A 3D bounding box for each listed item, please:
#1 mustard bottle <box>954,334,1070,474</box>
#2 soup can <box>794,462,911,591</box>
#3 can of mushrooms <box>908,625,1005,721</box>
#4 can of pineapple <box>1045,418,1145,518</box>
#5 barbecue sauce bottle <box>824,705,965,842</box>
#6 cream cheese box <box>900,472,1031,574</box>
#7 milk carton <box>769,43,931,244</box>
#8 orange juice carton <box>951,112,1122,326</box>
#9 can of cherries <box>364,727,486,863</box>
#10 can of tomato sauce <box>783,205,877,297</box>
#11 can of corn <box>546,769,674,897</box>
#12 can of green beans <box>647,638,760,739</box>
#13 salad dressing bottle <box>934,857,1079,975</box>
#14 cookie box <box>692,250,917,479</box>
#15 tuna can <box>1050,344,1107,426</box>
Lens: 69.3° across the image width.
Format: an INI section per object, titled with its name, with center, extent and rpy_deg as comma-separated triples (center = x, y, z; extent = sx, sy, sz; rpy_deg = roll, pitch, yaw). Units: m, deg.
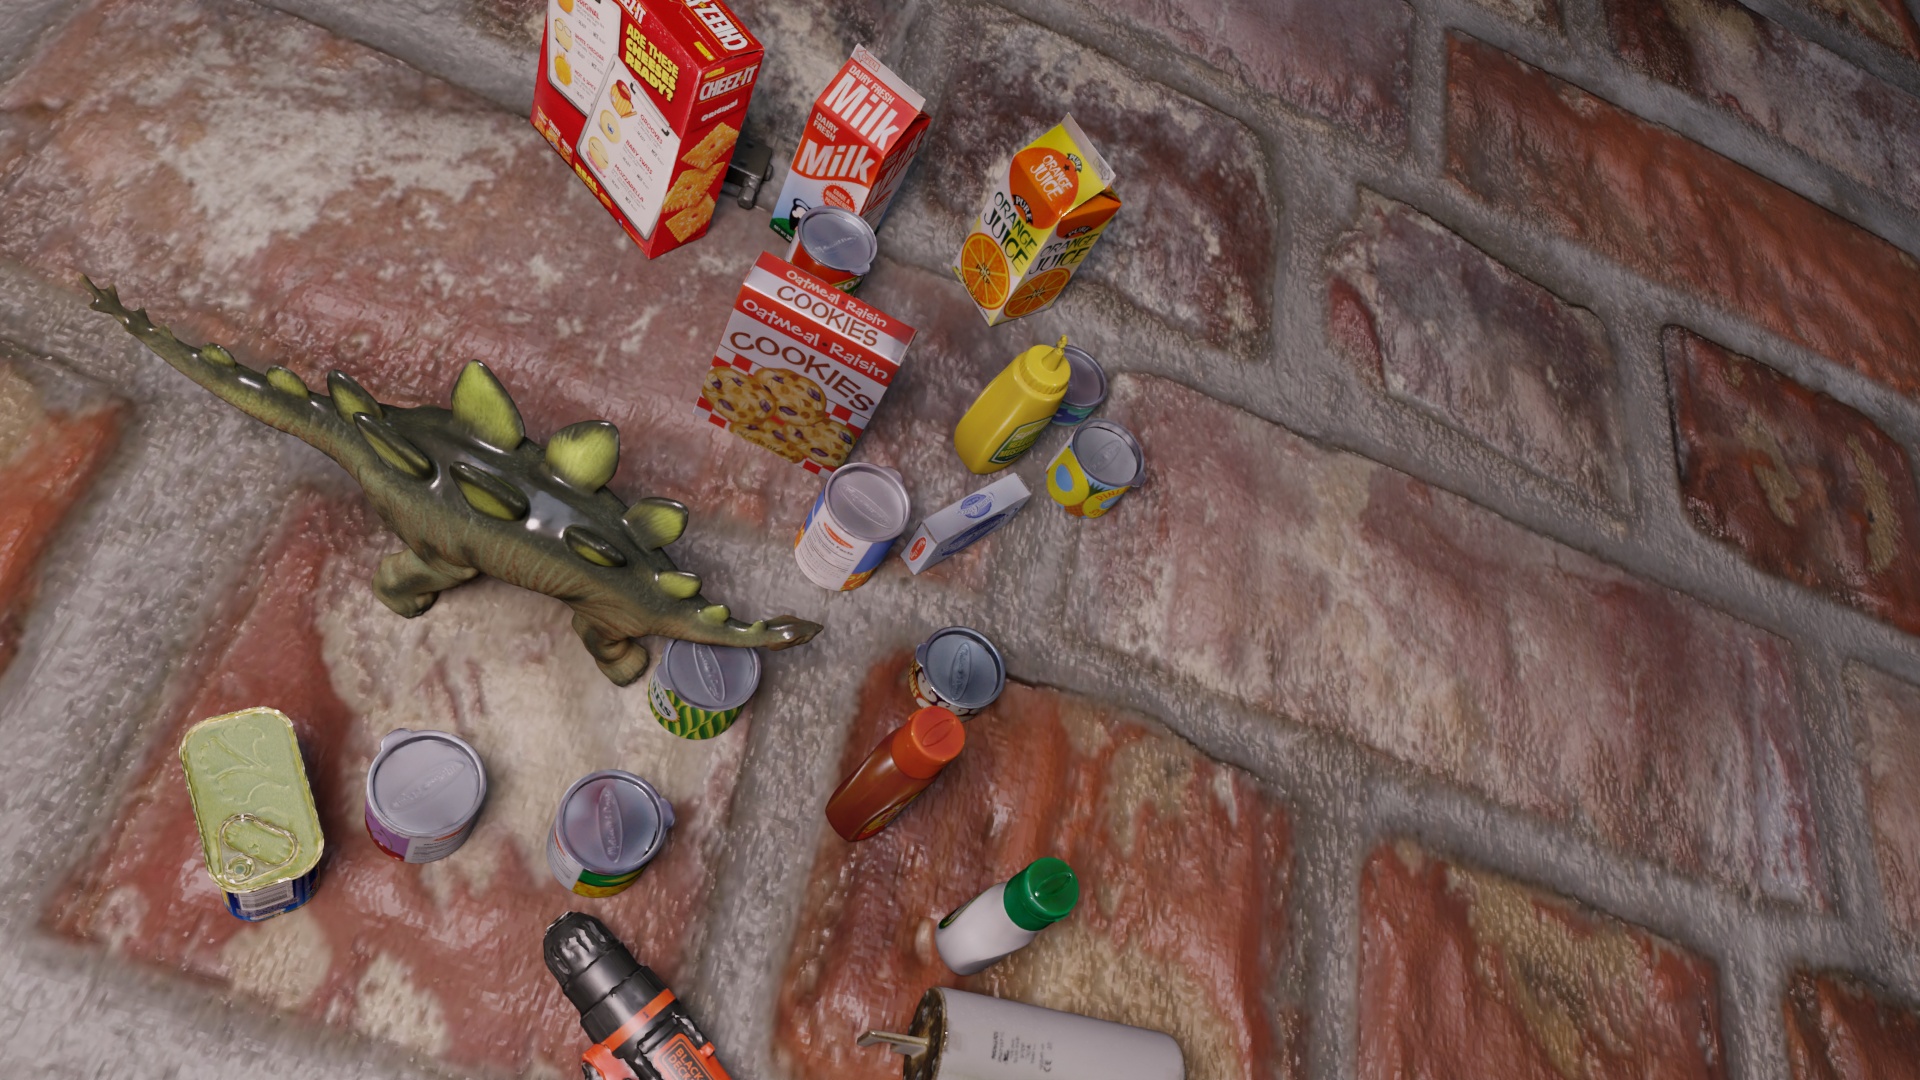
[mustard bottle]
center = 0.048, -0.111, 1.101
extent = 0.065, 0.159, 0.049
rpy_deg = -22, 73, -32
[soup can]
center = -0.079, -0.011, 1.032
extent = 0.071, 0.083, 0.071
rpy_deg = 11, 58, -18
[can of mushrooms]
center = -0.005, 0.099, 1.032
extent = 0.071, 0.033, 0.071
rpy_deg = 11, 58, -18
[can of pineapple]
center = 0.113, -0.058, 1.163
extent = 0.071, 0.057, 0.071
rpy_deg = 11, 58, -18
[barbecue sauce bottle]
center = -0.041, 0.152, 0.914
extent = 0.065, 0.147, 0.044
rpy_deg = -33, 79, -35
[cream cheese box]
center = 0.004, -0.014, 1.090
extent = 0.104, 0.053, 0.024
rpy_deg = -29, 76, -34
[milk carton]
center = -0.087, -0.315, 1.141
extent = 0.072, 0.189, 0.074
rpy_deg = 40, 54, 1
[orange juice carton]
center = 0.070, -0.273, 1.186
extent = 0.073, 0.191, 0.072
rpy_deg = -22, 73, -32
[can of cherries]
center = -0.325, 0.153, 0.840
extent = 0.071, 0.058, 0.072
rpy_deg = 11, 58, -18
[can of tomato sauce]
center = -0.111, -0.221, 1.141
extent = 0.071, 0.082, 0.071
rpy_deg = 11, 58, -18
[can of corn]
center = -0.220, 0.184, 0.870
extent = 0.071, 0.058, 0.071
rpy_deg = 11, 58, -18
[can of green beans]
center = -0.175, 0.095, 0.943
extent = 0.071, 0.057, 0.071
rpy_deg = 11, 58, -18
[salad dressing bottle]
center = 0.030, 0.242, 0.894
extent = 0.064, 0.147, 0.044
rpy_deg = -20, 72, -32
[cookie box]
center = -0.119, -0.125, 1.029
extent = 0.123, 0.166, 0.040
rpy_deg = 27, 55, -8
[tuna can]
center = 0.090, -0.135, 1.213
extent = 0.071, 0.032, 0.071
rpy_deg = 11, 58, -18
